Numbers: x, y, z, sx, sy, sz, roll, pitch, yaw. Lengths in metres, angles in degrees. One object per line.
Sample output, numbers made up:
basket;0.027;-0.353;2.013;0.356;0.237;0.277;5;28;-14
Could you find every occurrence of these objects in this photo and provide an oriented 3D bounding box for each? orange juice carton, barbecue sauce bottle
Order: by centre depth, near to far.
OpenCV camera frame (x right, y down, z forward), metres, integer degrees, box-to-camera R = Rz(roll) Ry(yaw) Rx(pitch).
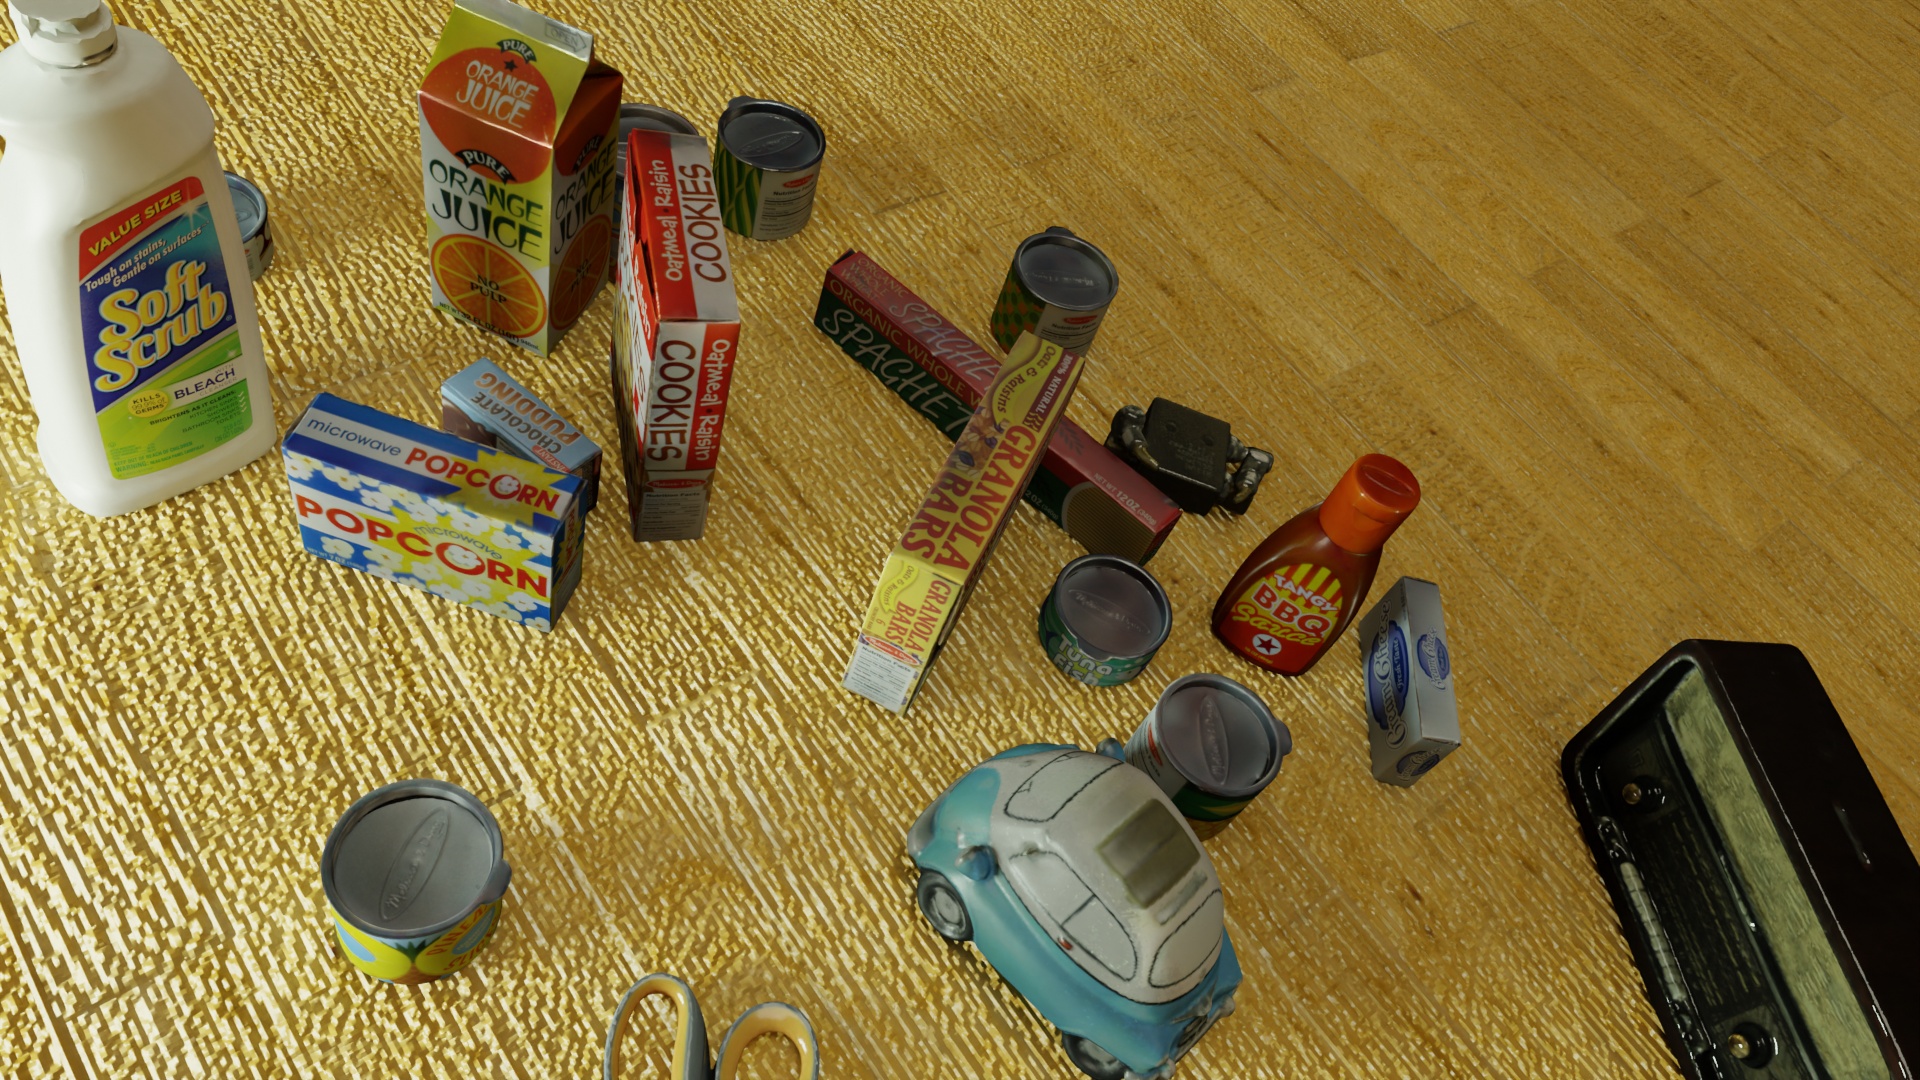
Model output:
orange juice carton;-0.226;-0.193;0.716;0.072;0.191;0.073;24;51;0
barbecue sauce bottle;0.187;0.013;0.725;0.065;0.147;0.044;29;52;4

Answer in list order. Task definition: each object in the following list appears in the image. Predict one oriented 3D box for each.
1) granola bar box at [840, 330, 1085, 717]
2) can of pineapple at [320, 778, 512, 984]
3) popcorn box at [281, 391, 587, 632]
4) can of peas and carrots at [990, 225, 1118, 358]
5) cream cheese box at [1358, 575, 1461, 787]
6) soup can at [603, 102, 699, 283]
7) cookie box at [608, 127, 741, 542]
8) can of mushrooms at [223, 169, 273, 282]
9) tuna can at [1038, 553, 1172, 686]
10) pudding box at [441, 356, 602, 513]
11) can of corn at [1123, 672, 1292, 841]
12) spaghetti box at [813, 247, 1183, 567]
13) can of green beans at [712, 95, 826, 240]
granola bar box;0.002;-0.009;0.698;0.039;0.123;0.166;27;51;3
can of pineapple;-0.218;0.139;0.560;0.071;0.057;0.071;9;53;-12
popcorn box;-0.242;-0.011;0.646;0.127;0.084;0.038;19;52;-4
can of peas and carrots;0.057;-0.149;0.860;0.071;0.058;0.071;9;53;-12
cream cheese box;0.243;0.077;0.757;0.024;0.053;0.104;13;52;-8
soup can;-0.186;-0.196;0.801;0.071;0.083;0.072;9;53;-12
cookie box;-0.146;-0.097;0.687;0.040;0.166;0.123;-3;56;-20
can of mushrooms;-0.405;-0.167;0.741;0.071;0.033;0.071;9;53;-12
tuna can;0.076;0.044;0.740;0.071;0.032;0.071;9;53;-12
pudding box;-0.222;-0.048;0.702;0.084;0.049;0.030;37;53;10
can of corn;0.120;0.109;0.691;0.071;0.058;0.071;9;53;-12
spaghetti box;0.016;-0.074;0.797;0.250;0.050;0.029;40;53;13
can of green beans;-0.121;-0.230;0.863;0.071;0.057;0.071;9;53;-12
